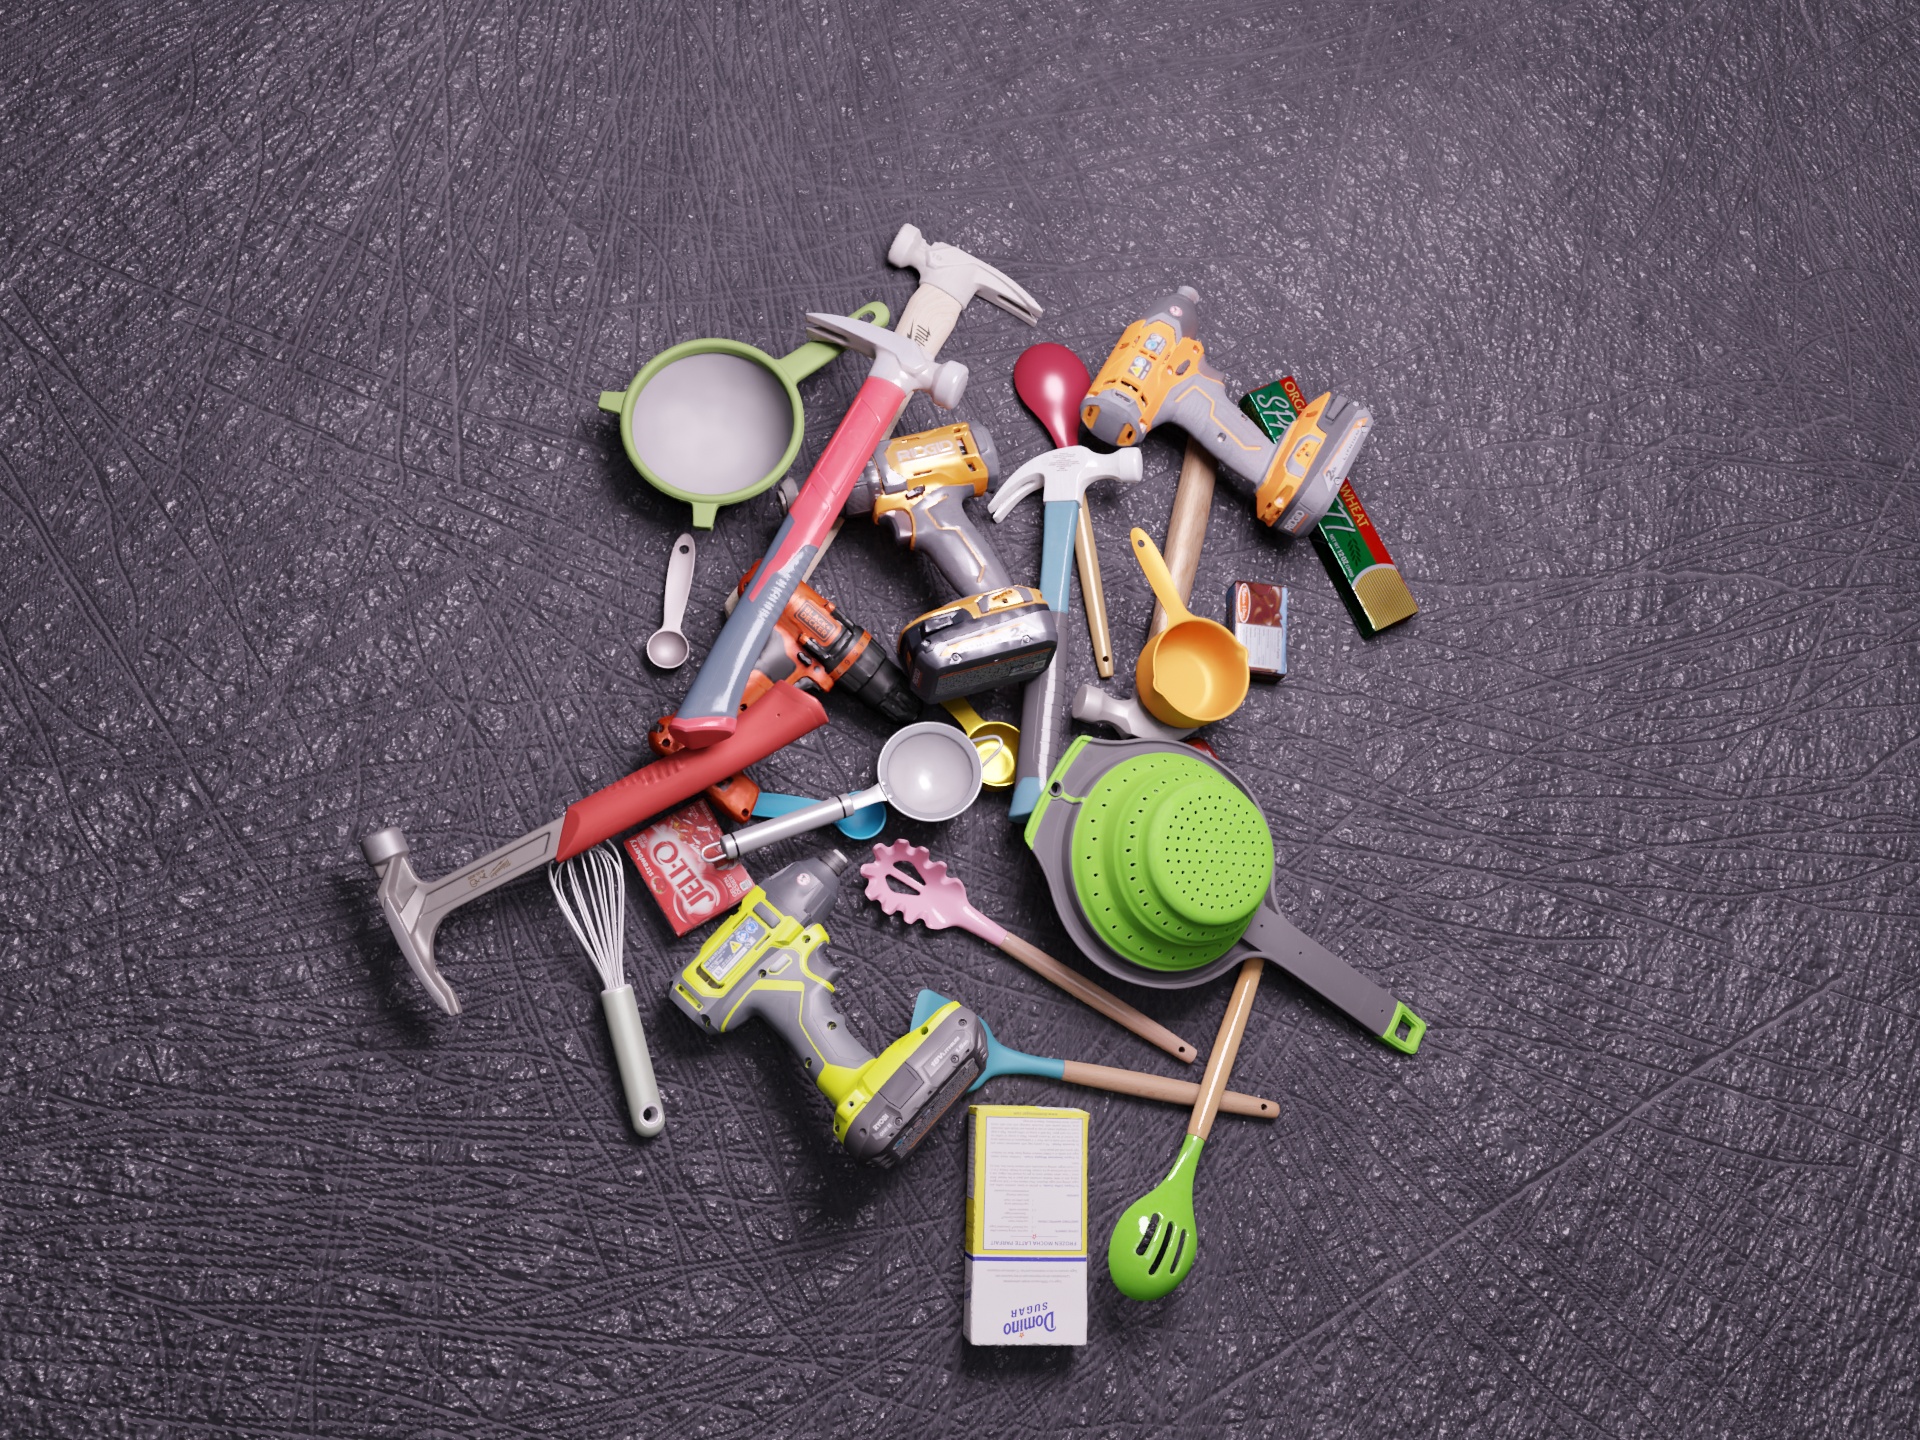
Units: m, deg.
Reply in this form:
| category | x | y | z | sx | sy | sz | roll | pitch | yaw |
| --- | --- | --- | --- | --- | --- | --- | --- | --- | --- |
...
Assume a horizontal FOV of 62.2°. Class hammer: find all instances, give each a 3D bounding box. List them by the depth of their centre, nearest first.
| category | x | y | z | sx | sy | sz | roll | pitch | yaw |
| --- | --- | --- | --- | --- | --- | --- | --- | --- | --- |
| hammer | -0.262 | 0.078 | 1.200 | 0.359 | 0.036 | 0.149 | -27 | 87 | -3 |
| hammer | -0.136 | -0.152 | 1.237 | 0.143 | 0.038 | 0.386 | 23 | 68 | 8 |
| hammer | 0.076 | -0.076 | 1.329 | 0.128 | 0.033 | 0.331 | 1 | 72 | 18 |
| hammer | -0.076 | -0.234 | 1.374 | 0.146 | 0.038 | 0.411 | 28 | 74 | -4 |
| hammer | 0.194 | -0.133 | 1.391 | 0.130 | 0.031 | 0.331 | 19 | 72 | -14 |

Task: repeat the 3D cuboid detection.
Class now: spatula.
| category | x | y | z | sx | sy | sz | roll | pitch | yaw |
| --- | --- | --- | --- | --- | --- | --- | --- | --- | --- |
| spatula | 0.109 | 0.286 | 1.277 | 0.317 | 0.044 | 0.082 | 12 | 70 | -8 |

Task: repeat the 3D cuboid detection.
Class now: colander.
| category | x | y | z | sx | sy | sz | roll | pitch | yaw |
| --- | --- | --- | --- | --- | --- | --- | --- | --- | --- |
| colander | 0.242 | 0.153 | 1.269 | 0.397 | 0.094 | 0.204 | 35 | 69 | -13 |

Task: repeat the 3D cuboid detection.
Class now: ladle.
| category | x | y | z | sx | sy | sz | roll | pitch | yaw |
| --- | --- | --- | --- | --- | --- | --- | --- | --- | --- |
| ladle | 0.102 | -0.190 | 1.399 | 0.069 | 0.031 | 0.315 | -8 | 80 | -9 |

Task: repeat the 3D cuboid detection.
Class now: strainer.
| category | x | y | z | sx | sy | sz | roll | pitch | yaw |
| --- | --- | --- | --- | --- | --- | --- | --- | --- | --- |
| strainer | -0.086 | 0.065 | 1.271 | 0.258 | 0.050 | 0.087 | -19 | 69 | -19 |
| strainer | -0.165 | -0.269 | 1.347 | 0.256 | 0.069 | 0.151 | -37 | 79 | -14 |

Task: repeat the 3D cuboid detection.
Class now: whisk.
| category | x | y | z | sx | sy | sz | roll | pitch | yaw |
| --- | --- | --- | --- | --- | --- | --- | --- | --- | --- |
| whisk | -0.270 | 0.201 | 1.233 | 0.057 | 0.059 | 0.246 | -12 | 84 | -30 |

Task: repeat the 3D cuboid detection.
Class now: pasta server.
| category | x | y | z | sx | sy | sz | roll | pitch | yaw |
| --- | --- | --- | --- | --- | --- | --- | --- | --- | --- |
| pasta server | 0.058 | 0.193 | 1.294 | 0.316 | 0.040 | 0.060 | 32 | 86 | -2 |

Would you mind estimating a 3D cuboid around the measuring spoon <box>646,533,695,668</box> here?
| category | x | y | z | sx | sy | sz | roll | pitch | yaw |
| --- | --- | --- | --- | --- | --- | --- | --- | --- | --- |
| measuring spoon | -0.237 | -0.098 | 1.328 | 0.034 | 0.018 | 0.124 | 8 | 69 | -8 |

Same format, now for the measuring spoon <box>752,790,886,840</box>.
| category | x | y | z | sx | sy | sz | roll | pitch | yaw |
| --- | --- | --- | --- | --- | --- | --- | --- | --- | --- |
| measuring spoon | -0.125 | 0.076 | 1.305 | 0.128 | 0.021 | 0.042 | 6 | 66 | 1 |

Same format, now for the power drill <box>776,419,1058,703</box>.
| category | x | y | z | sx | sy | sz | roll | pitch | yaw |
| --- | --- | --- | --- | --- | --- | --- | --- | --- | --- |
| power drill | -0.035 | -0.130 | 1.290 | 0.185 | 0.084 | 0.226 | -15 | 68 | -14 |

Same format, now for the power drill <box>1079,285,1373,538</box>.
| category | x | y | z | sx | sy | sz | roll | pitch | yaw |
| --- | --- | --- | --- | --- | --- | --- | --- | --- | --- |
| power drill | 0.236 | -0.276 | 1.382 | 0.226 | 0.084 | 0.164 | 29 | 70 | 2 |

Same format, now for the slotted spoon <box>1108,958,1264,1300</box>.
| category | x | y | z | sx | sy | sz | roll | pitch | yaw |
| --- | --- | --- | --- | --- | --- | --- | --- | --- | --- |
| slotted spoon | 0.194 | 0.309 | 1.270 | 0.070 | 0.031 | 0.314 | 30 | 63 | -11 |

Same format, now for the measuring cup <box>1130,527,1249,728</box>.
| category | x | y | z | sx | sy | sz | roll | pitch | yaw |
| --- | --- | --- | --- | --- | --- | --- | --- | --- | --- |
| measuring cup | 0.172 | -0.075 | 1.326 | 0.095 | 0.052 | 0.174 | -21 | 82 | -22 |

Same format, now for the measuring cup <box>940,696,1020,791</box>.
| category | x | y | z | sx | sy | sz | roll | pitch | yaw |
| --- | --- | --- | --- | --- | --- | --- | --- | --- | --- |
| measuring cup | -0.002 | -0.004 | 1.341 | 0.062 | 0.029 | 0.157 | -35 | 75 | -20 |

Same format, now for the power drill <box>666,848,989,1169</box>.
| category | x | y | z | sx | sy | sz | roll | pitch | yaw |
| --- | --- | --- | --- | --- | --- | --- | --- | --- | --- |
| power drill | -0.092 | 0.215 | 1.215 | 0.223 | 0.080 | 0.171 | 39 | 76 | 22 |
